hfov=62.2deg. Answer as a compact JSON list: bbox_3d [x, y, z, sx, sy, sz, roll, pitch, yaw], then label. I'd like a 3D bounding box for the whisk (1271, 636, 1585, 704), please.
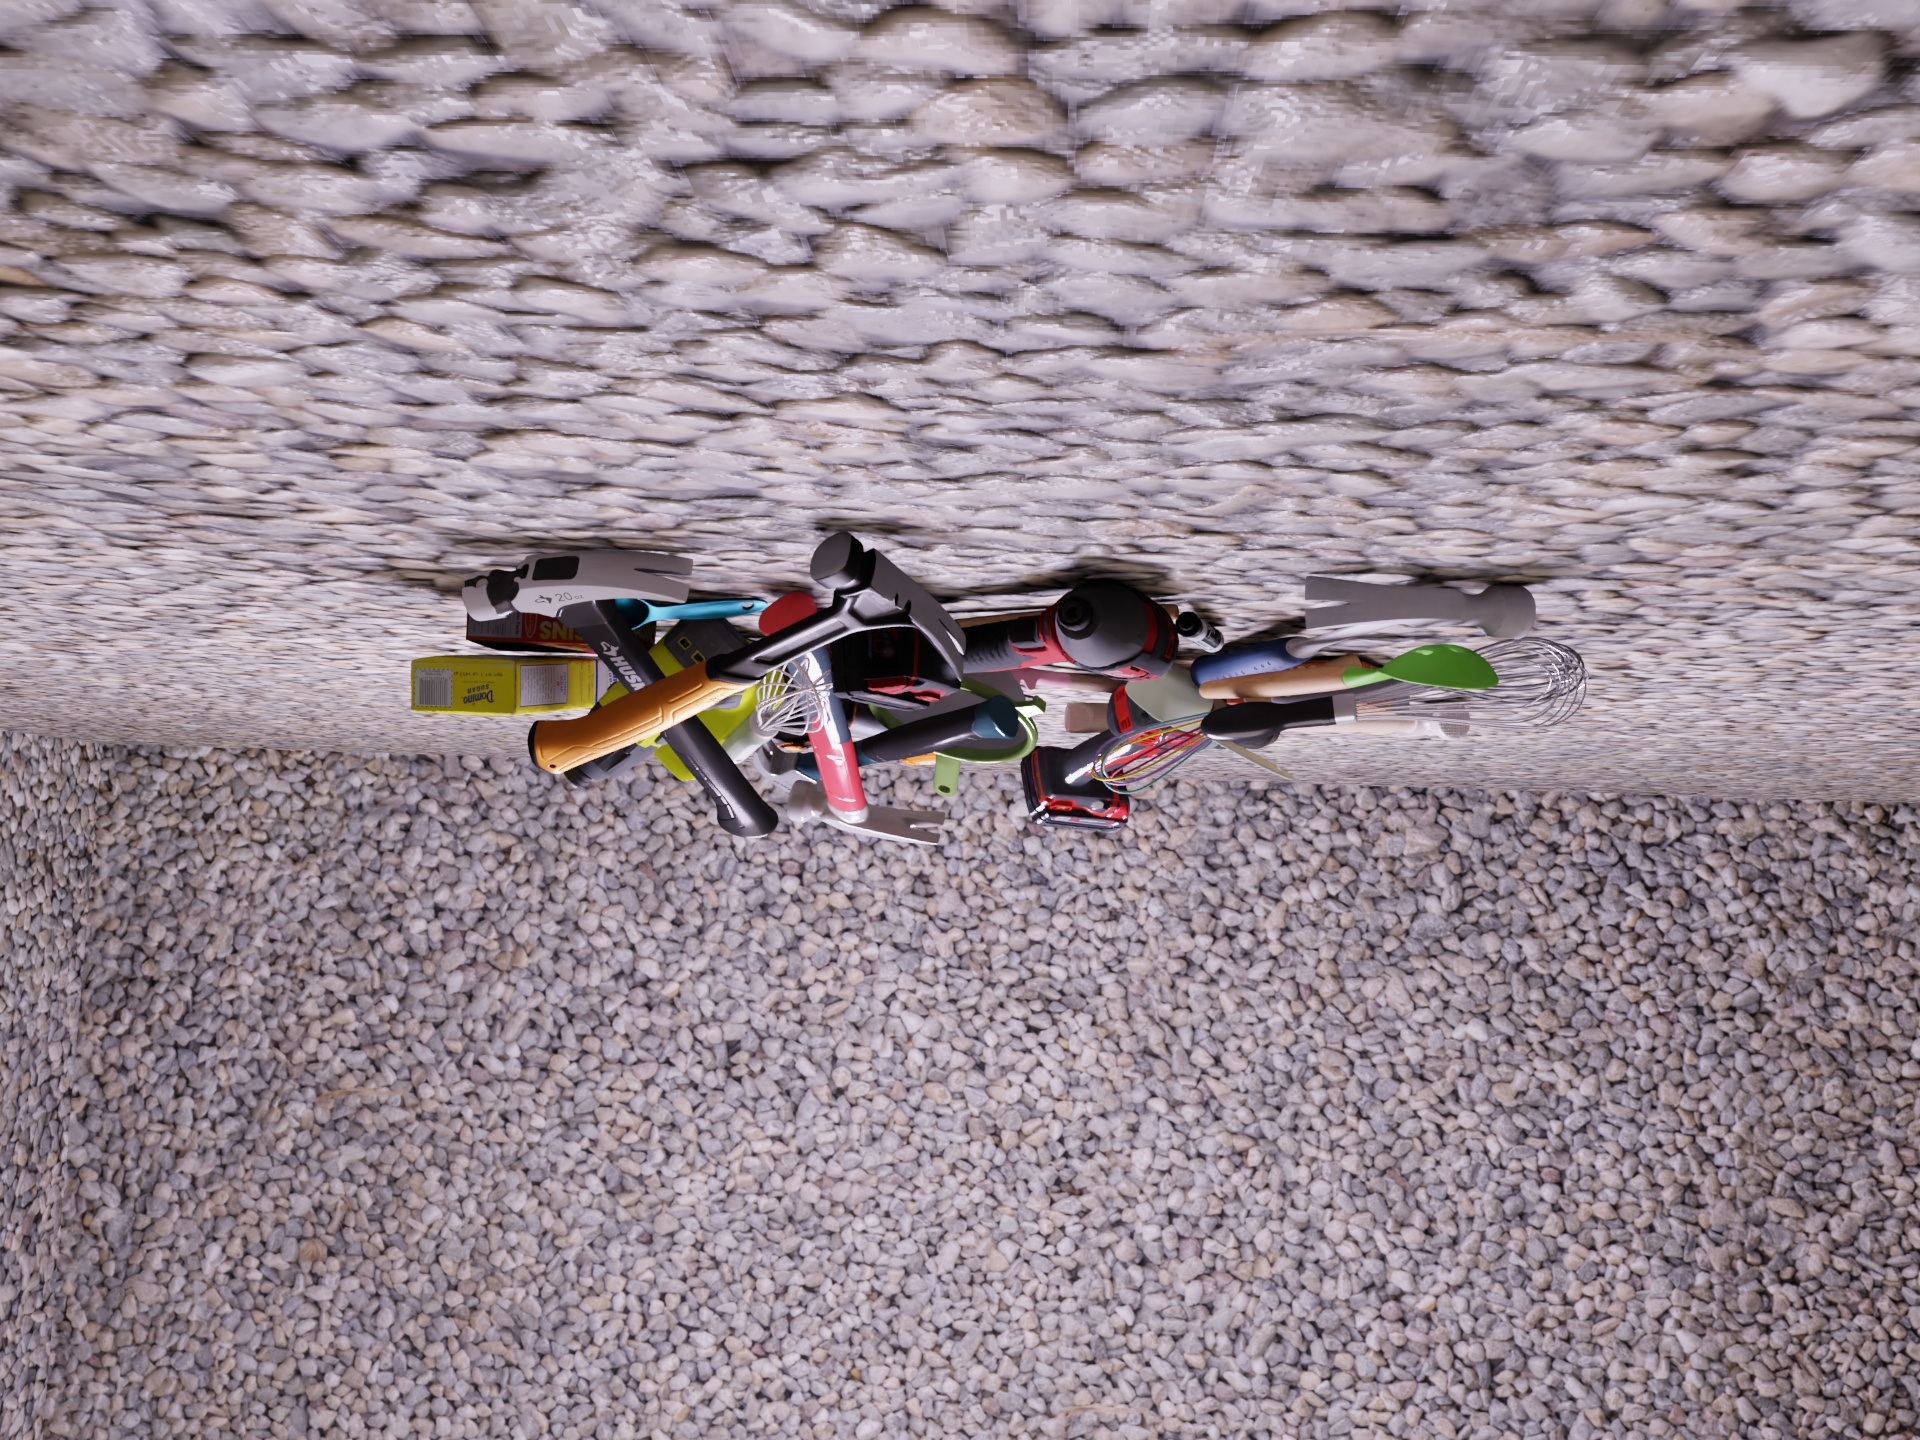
[{"bbox_3d":[0.364,-0.030,1.253,0.239,0.055,0.055,-7,172,20],"label":"whisk"}]

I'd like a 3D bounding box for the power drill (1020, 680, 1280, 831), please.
[{"bbox_3d":[0.185,0.032,1.566,0.187,0.080,0.226,7,152,-31],"label":"power drill"}]

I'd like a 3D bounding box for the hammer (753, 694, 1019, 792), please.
[{"bbox_3d":[-0.067,0.024,1.397,0.128,0.033,0.331,32,151,-31],"label":"hammer"}]

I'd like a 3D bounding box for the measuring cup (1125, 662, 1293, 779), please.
[{"bbox_3d":[0.226,-0.003,1.399,0.167,0.038,0.083,30,-161,9],"label":"measuring cup"}]

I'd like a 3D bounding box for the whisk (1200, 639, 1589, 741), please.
[{"bbox_3d":[0.322,-0.014,1.195,0.284,0.070,0.070,-8,172,16],"label":"whisk"}]

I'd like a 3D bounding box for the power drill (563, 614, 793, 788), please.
[{"bbox_3d":[-0.227,-0.009,1.292,0.080,0.171,0.223,47,-176,7],"label":"power drill"}]

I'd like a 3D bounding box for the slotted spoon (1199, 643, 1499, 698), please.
[{"bbox_3d":[0.260,-0.030,1.136,0.070,0.031,0.314,-5,180,-25],"label":"slotted spoon"}]

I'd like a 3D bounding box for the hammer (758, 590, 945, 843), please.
[{"bbox_3d":[-0.093,0.009,1.293,0.143,0.038,0.386,10,155,7],"label":"hammer"}]

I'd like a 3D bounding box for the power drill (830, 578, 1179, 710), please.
[{"bbox_3d":[0.027,-0.056,1.091,0.220,0.078,0.143,-3,173,25],"label":"power drill"}]

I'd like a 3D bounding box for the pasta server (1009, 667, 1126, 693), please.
[{"bbox_3d":[0.123,-0.029,1.538,0.316,0.040,0.060,4,-173,-34],"label":"pasta server"}]

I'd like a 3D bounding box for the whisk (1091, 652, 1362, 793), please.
[{"bbox_3d":[0.225,0.001,1.348,0.245,0.051,0.047,-23,177,3],"label":"whisk"}]

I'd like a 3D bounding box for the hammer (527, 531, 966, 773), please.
[{"bbox_3d":[-0.158,-0.022,1.039,0.337,0.034,0.127,-21,139,33],"label":"hammer"}]

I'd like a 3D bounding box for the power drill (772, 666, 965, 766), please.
[{"bbox_3d":[-0.074,-0.004,1.550,0.226,0.084,0.164,14,167,-38],"label":"power drill"}]

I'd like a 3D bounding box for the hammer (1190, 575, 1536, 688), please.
[{"bbox_3d":[0.253,-0.057,1.184,0.144,0.035,0.405,3,175,-11],"label":"hammer"}]

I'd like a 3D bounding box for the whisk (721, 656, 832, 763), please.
[{"bbox_3d":[-0.146,0.001,1.206,0.058,0.059,0.246,-28,179,-24],"label":"whisk"}]

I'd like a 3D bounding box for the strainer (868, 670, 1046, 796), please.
[{"bbox_3d":[-0.002,-0.005,1.420,0.151,0.069,0.256,15,157,4],"label":"strainer"}]

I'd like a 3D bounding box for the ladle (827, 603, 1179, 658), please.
[{"bbox_3d":[0.016,-0.070,1.199,0.315,0.031,0.069,-3,177,30],"label":"ladle"}]

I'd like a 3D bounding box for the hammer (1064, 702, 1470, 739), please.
[{"bbox_3d":[0.311,0.000,1.671,0.410,0.038,0.146,1,179,-8],"label":"hammer"}]

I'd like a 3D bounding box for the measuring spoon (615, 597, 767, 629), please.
[{"bbox_3d":[-0.205,-0.087,1.160,0.128,0.021,0.042,-5,148,-22],"label":"measuring spoon"}]

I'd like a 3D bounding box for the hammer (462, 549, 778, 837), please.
[{"bbox_3d":[-0.203,-0.008,1.129,0.146,0.035,0.334,-7,145,15],"label":"hammer"}]
